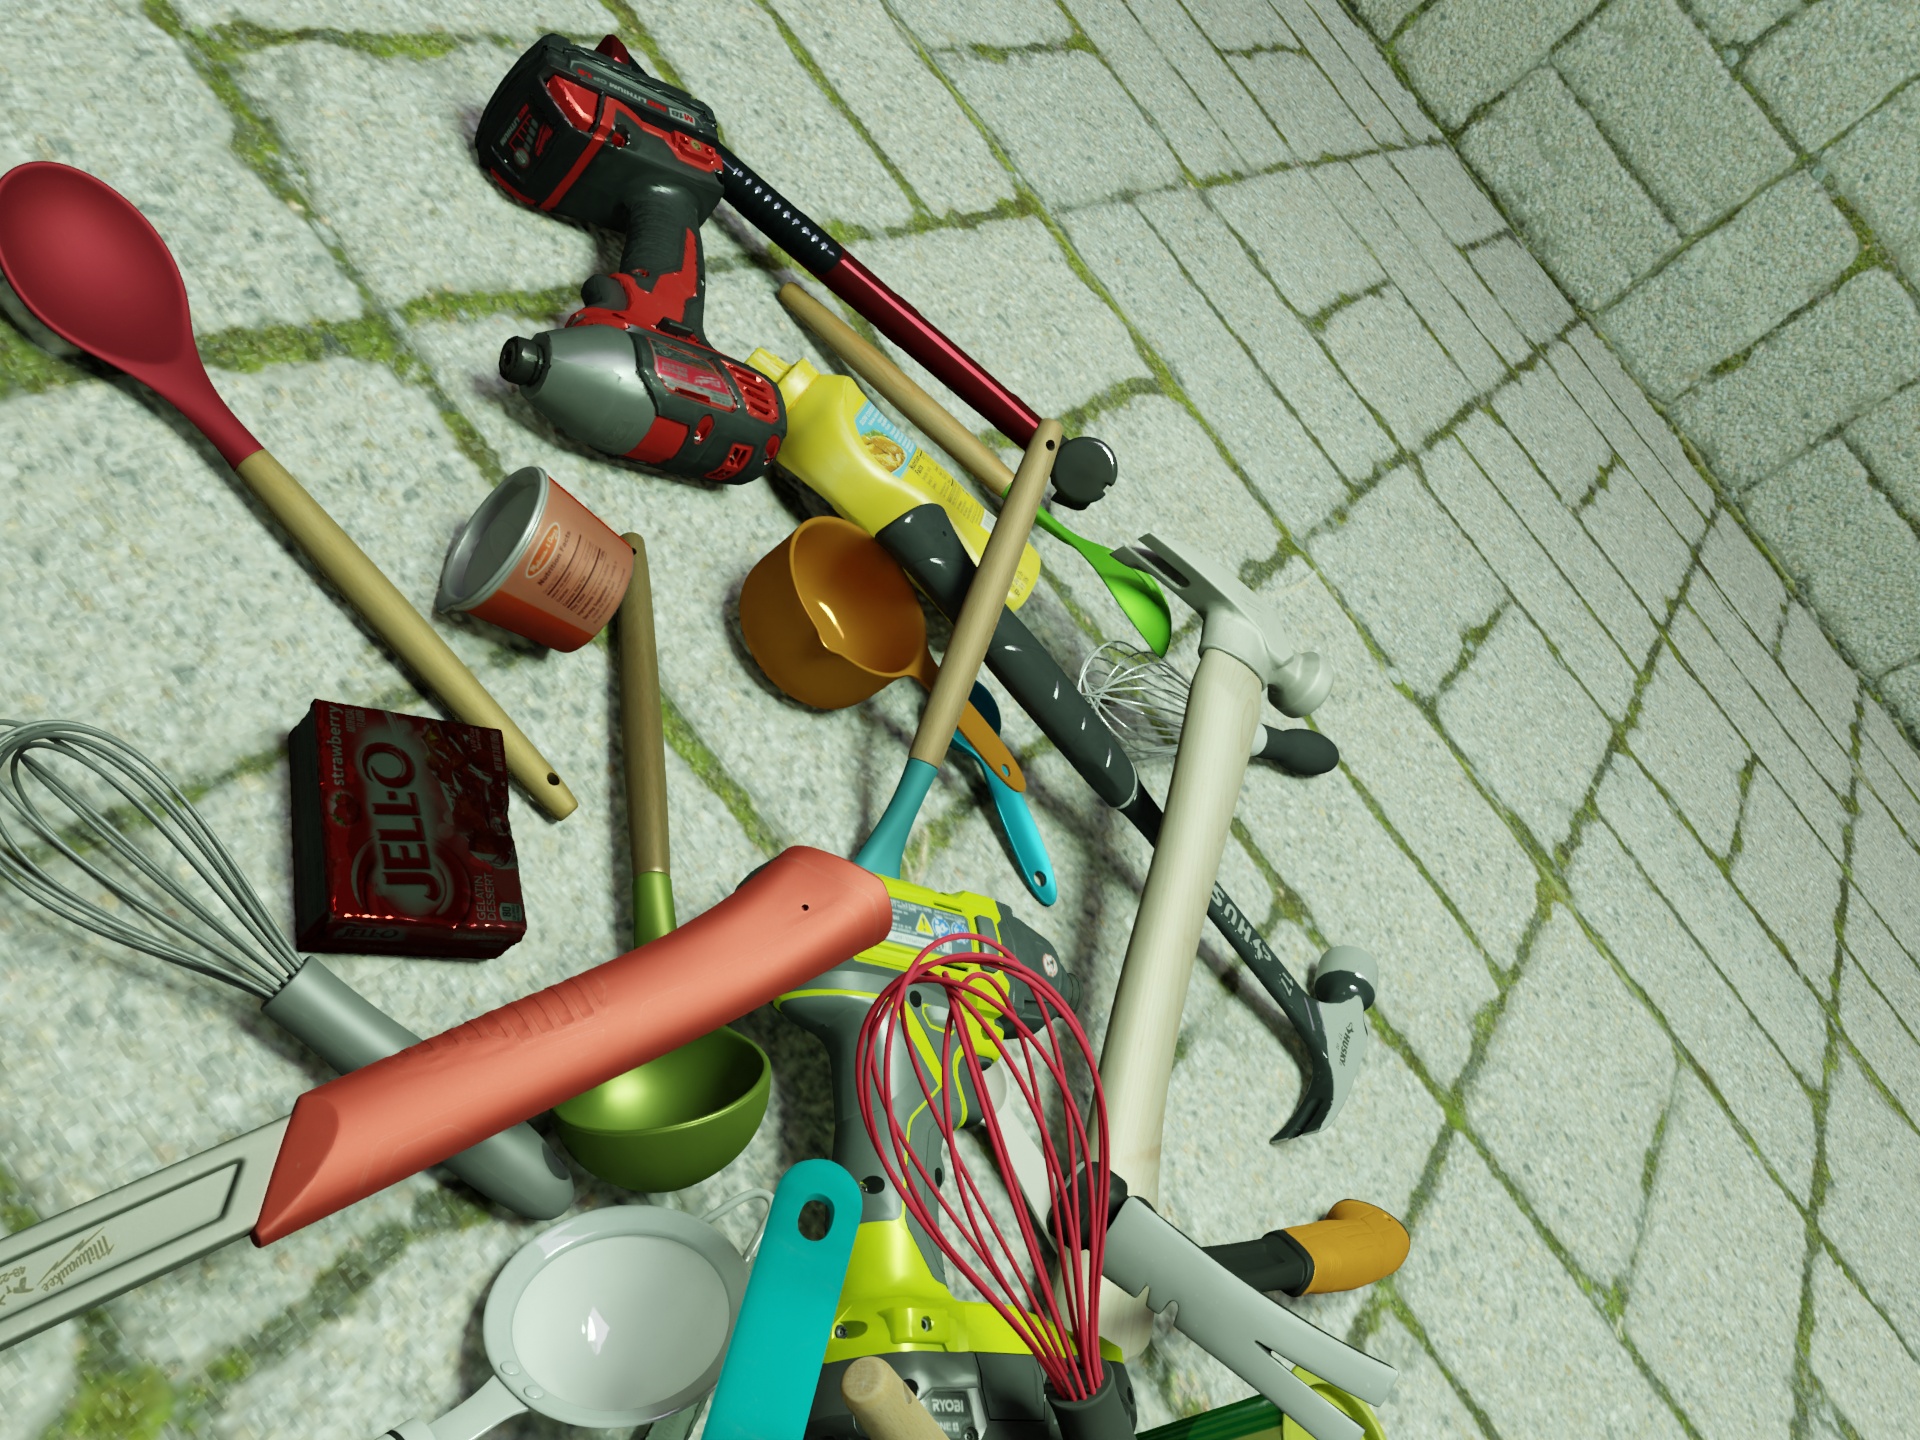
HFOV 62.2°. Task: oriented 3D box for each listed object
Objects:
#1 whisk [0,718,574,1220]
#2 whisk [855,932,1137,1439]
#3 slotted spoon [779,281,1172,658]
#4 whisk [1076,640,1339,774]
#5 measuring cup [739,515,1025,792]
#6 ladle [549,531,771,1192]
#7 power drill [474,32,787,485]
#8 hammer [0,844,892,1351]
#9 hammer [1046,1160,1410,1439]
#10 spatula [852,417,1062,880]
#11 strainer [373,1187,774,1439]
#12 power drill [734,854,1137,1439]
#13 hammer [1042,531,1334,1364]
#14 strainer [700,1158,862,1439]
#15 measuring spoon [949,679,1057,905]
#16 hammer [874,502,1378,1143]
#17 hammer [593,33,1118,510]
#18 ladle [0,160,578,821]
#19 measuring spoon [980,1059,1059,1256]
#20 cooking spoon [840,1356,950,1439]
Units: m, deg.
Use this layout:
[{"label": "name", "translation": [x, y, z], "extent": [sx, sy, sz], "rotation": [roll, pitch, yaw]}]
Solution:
[{"label": "whisk", "translation": [-0.214, 0.085, 0.509], "extent": [0.238, 0.055, 0.055], "rotation": [45, 36, -16]}, {"label": "whisk", "translation": [0.032, 0.198, 0.510], "extent": [0.073, 0.073, 0.295], "rotation": [-46, 124, -54]}, {"label": "slotted spoon", "translation": [0.009, -0.151, 0.916], "extent": [0.314, 0.031, 0.070], "rotation": [43, 11, 9]}, {"label": "whisk", "translation": [0.157, 0.007, 0.972], "extent": [0.284, 0.070, 0.070], "rotation": [13, 51, -47]}, {"label": "measuring cup", "translation": [-0.038, -0.019, 0.785], "extent": [0.173, 0.052, 0.095], "rotation": [49, 35, -17]}, {"label": "ladle", "translation": [-0.127, 0.035, 0.639], "extent": [0.078, 0.062, 0.320], "rotation": [-6, 53, -8]}, {"label": "power drill", "translation": [-0.172, -0.225, 0.795], "extent": [0.143, 0.078, 0.220], "rotation": [9, 57, -43]}, {"label": "hammer", "translation": [-0.162, 0.125, 0.472], "extent": [0.359, 0.036, 0.149], "rotation": [-20, 74, -38]}, {"label": "hammer", "translation": [0.152, 0.235, 0.680], "extent": [0.127, 0.034, 0.336], "rotation": [30, 1, 29]}, {"label": "spatula", "translation": [-0.001, -0.002, 0.739], "extent": [0.082, 0.044, 0.318], "rotation": [28, 74, -30]}, {"label": "strainer", "translation": [-0.155, 0.213, 0.470], "extent": [0.087, 0.050, 0.258], "rotation": [28, 30, 34]}, {"label": "power drill", "translation": [-0.005, 0.171, 0.621], "extent": [0.171, 0.080, 0.223], "rotation": [20, 50, -37]}, {"label": "hammer", "translation": [0.093, 0.094, 0.760], "extent": [0.146, 0.038, 0.411], "rotation": [35, 53, -24]}, {"label": "strainer", "translation": [-0.086, 0.280, 0.414], "extent": [0.211, 0.095, 0.341], "rotation": [20, 42, -4]}, {"label": "measuring spoon", "translation": [0.016, 0.039, 0.826], "extent": [0.042, 0.021, 0.128], "rotation": [-19, 84, -44]}, {"label": "hammer", "translation": [0.093, 0.050, 0.834], "extent": [0.408, 0.036, 0.149], "rotation": [50, 37, -17]}, {"label": "hammer", "translation": [-0.065, -0.260, 0.946], "extent": [0.386, 0.038, 0.143], "rotation": [40, 4, -5]}, {"label": "ladle", "translation": [-0.257, -0.082, 0.620], "extent": [0.315, 0.031, 0.069], "rotation": [50, 39, -6]}, {"label": "measuring spoon", "translation": [0.026, 0.200, 0.702], "extent": [0.034, 0.018, 0.124], "rotation": [-31, 91, -46]}, {"label": "cooking spoon", "translation": [0.025, 0.278, 0.498], "extent": [0.069, 0.017, 0.318], "rotation": [-102, 171, -51]}]
